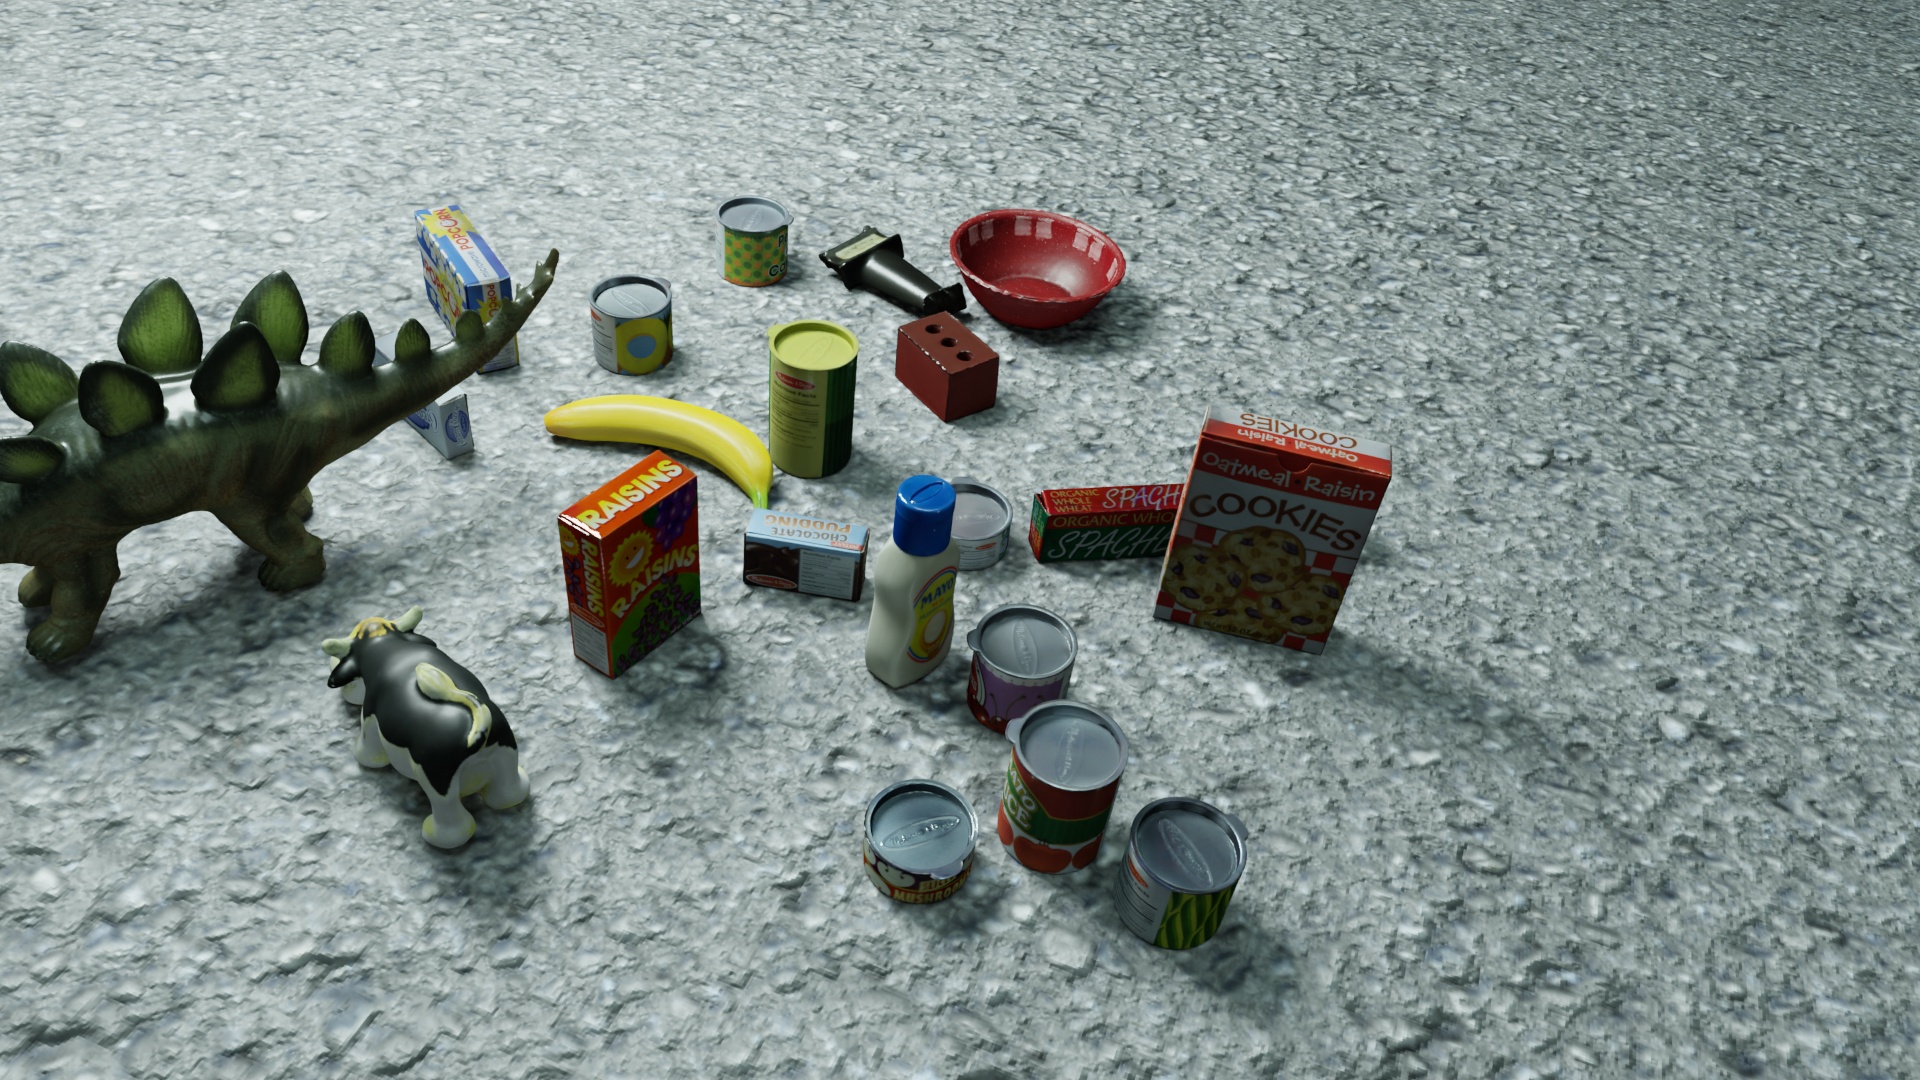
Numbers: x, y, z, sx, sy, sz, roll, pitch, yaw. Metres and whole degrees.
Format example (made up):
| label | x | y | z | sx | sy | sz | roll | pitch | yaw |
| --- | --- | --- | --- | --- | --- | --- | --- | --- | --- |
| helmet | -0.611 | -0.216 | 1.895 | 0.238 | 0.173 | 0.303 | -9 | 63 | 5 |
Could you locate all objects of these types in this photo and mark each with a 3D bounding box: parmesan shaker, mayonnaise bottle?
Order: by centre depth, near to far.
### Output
| label | x | y | z | sx | sy | sz | roll | pitch | yaw |
| --- | --- | --- | --- | --- | --- | --- | --- | --- | --- |
| mayonnaise bottle | -0.028 | 0.026 | 0.888 | 0.041 | 0.147 | 0.065 | 34 | 48 | 26 |
| parmesan shaker | -0.115 | -0.108 | 1.057 | 0.071 | 0.102 | 0.072 | 5 | 42 | -4 |

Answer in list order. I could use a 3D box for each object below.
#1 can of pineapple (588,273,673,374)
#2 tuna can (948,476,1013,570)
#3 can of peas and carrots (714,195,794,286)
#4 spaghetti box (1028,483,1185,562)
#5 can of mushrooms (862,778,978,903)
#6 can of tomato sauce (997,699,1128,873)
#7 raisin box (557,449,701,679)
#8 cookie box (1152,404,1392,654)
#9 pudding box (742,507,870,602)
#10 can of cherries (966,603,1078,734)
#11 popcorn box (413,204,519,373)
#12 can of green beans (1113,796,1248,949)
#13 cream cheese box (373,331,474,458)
| label | x | y | z | sx | sy | sz | roll | pitch | yaw |
| --- | --- | --- | --- | --- | --- | --- | --- | --- | --- |
| can of pineapple | -0.269 | -0.178 | 1.145 | 0.071 | 0.057 | 0.071 | 5 | 42 | -4 |
| tuna can | 0.004 | -0.013 | 1.022 | 0.071 | 0.032 | 0.071 | 5 | 42 | -4 |
| can of peas and carrots | -0.187 | -0.272 | 1.261 | 0.071 | 0.058 | 0.071 | 5 | 42 | -4 |
| spaghetti box | 0.175 | -0.016 | 1.040 | 0.250 | 0.049 | 0.029 | -3 | 43 | -12 |
| can of mushrooms | -0.023 | 0.176 | 0.806 | 0.071 | 0.033 | 0.071 | 5 | 42 | -4 |
| can of tomato sauce | 0.057 | 0.146 | 0.816 | 0.071 | 0.082 | 0.071 | 5 | 42 | -4 |
| raisin box | -0.209 | 0.016 | 0.889 | 0.040 | 0.122 | 0.086 | 29 | 46 | 22 |
| cookie box | 0.208 | -0.004 | 0.944 | 0.123 | 0.166 | 0.040 | 13 | 42 | 6 |
| pudding box | -0.108 | 0.010 | 0.966 | 0.084 | 0.049 | 0.030 | 9 | 42 | 1 |
| can of cherries | 0.036 | 0.084 | 0.900 | 0.071 | 0.058 | 0.072 | 5 | 42 | -4 |
| popcorn box | -0.403 | -0.206 | 1.134 | 0.038 | 0.084 | 0.127 | -20 | 49 | -28 |
| can of green beans | 0.125 | 0.191 | 0.796 | 0.071 | 0.057 | 0.071 | 5 | 42 | -4 |
| cream cheese box | -0.407 | -0.110 | 1.050 | 0.104 | 0.053 | 0.024 | 37 | 49 | 28 |
